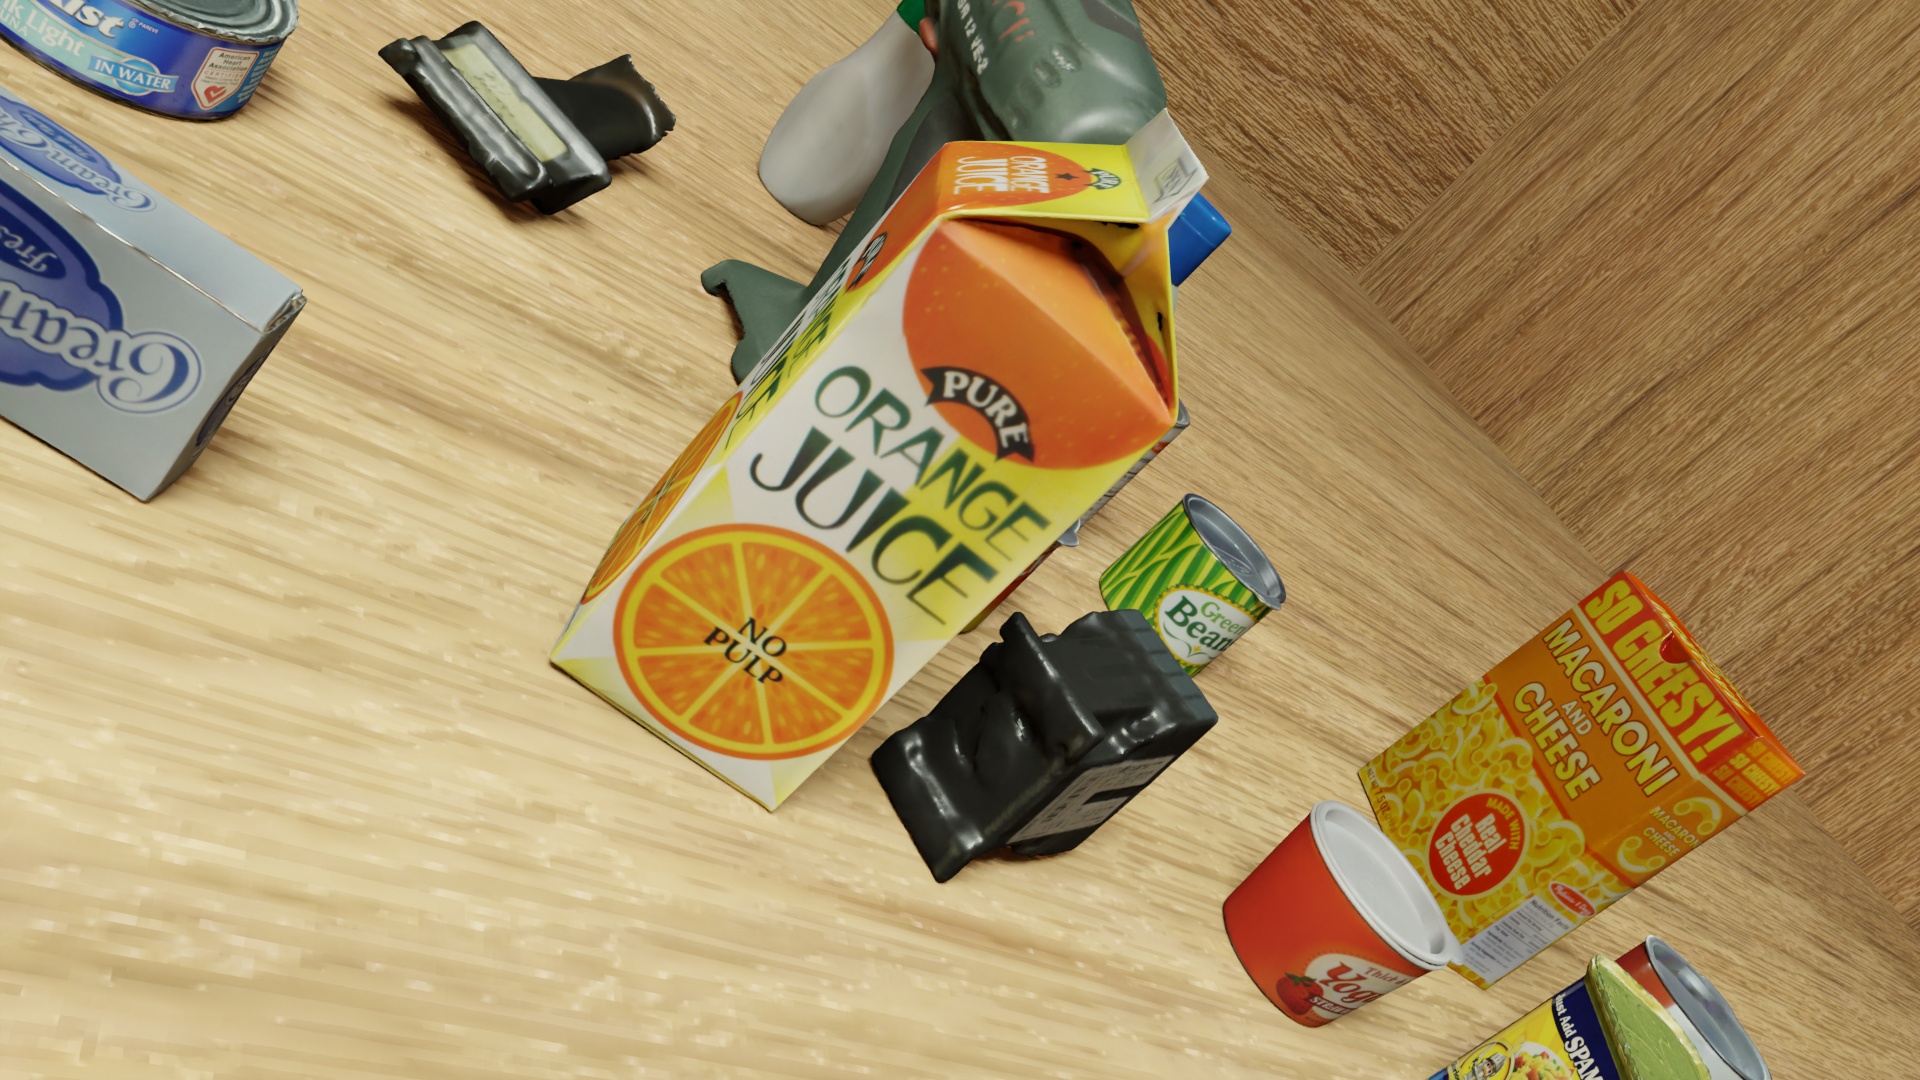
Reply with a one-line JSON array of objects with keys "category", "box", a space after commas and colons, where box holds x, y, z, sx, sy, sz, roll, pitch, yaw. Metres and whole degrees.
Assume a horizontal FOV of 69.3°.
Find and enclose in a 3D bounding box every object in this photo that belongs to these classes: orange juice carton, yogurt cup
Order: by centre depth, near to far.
[{"category": "orange juice carton", "box": [-0.012, -0.028, 0.347, 0.073, 0.192, 0.072, 38, 23, -17]}, {"category": "yogurt cup", "box": [0.132, 0.135, 0.495, 0.072, 0.053, 0.073, 37, 23, -19]}]

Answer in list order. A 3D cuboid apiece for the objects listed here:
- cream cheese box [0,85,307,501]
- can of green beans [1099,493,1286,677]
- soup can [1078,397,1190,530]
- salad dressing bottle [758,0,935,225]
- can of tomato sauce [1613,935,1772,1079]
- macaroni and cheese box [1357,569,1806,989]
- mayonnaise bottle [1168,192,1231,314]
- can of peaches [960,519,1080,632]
[{"category": "cream cheese box", "box": [-0.192, -0.058, 0.274, 0.103, 0.053, 0.024, 36, 23, -20]}, {"category": "can of green beans", "box": [0.107, 0.021, 0.645, 0.071, 0.057, 0.071, 37, 23, -19]}, {"category": "soup can", "box": [0.051, -0.050, 0.638, 0.071, 0.083, 0.072, 37, 23, -19]}, {"category": "salad dressing bottle", "box": [-0.042, -0.228, 0.704, 0.064, 0.147, 0.044, 54, 23, 21]}, {"category": "can of tomato sauce", "box": [0.266, 0.210, 0.558, 0.071, 0.083, 0.071, 37, 23, -19]}, {"category": "macaroni and cheese box", "box": [0.274, 0.108, 0.640, 0.040, 0.166, 0.124, 35, 24, -23]}, {"category": "mayonnaise bottle", "box": [0.072, -0.114, 0.699, 0.041, 0.147, 0.065, 12, 39, -54]}, {"category": "can of peaches", "box": [0.002, -0.006, 0.512, 0.071, 0.058, 0.071, 37, 23, -19]}]
